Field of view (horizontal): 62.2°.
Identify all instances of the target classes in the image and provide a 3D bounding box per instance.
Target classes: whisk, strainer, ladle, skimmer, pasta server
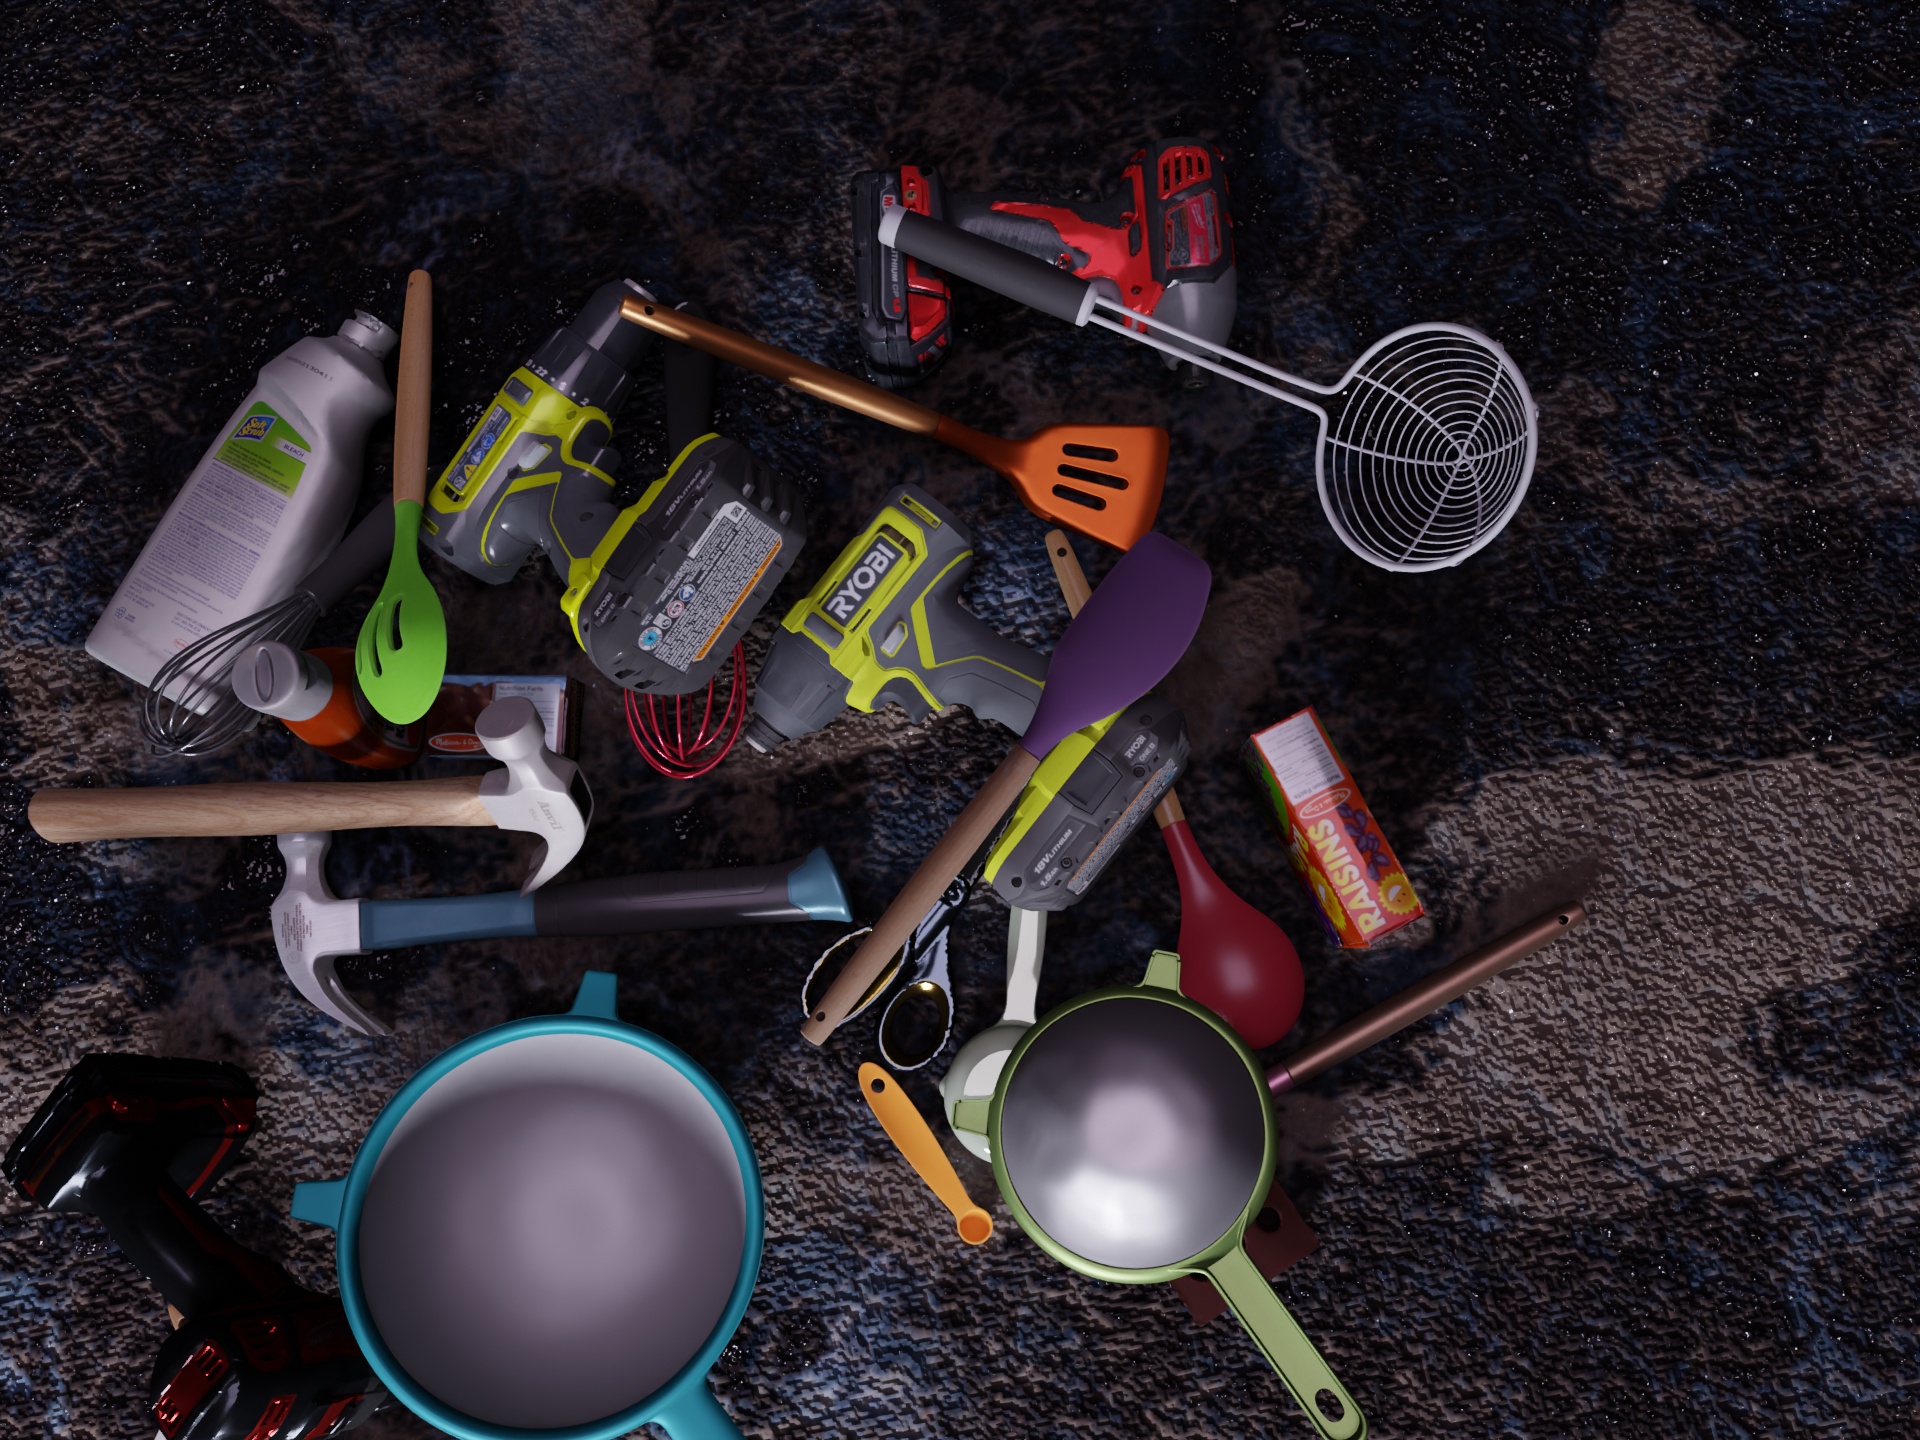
[{"bbox_3d":[-0.159,-0.111,0.923,0.073,0.073,0.296,-3,75,4],"label":"whisk"},{"bbox_3d":[-0.172,0.315,0.835,0.211,0.095,0.340,-37,84,-17],"label":"strainer"},{"bbox_3d":[0.115,0.247,0.786,0.151,0.069,0.256,-36,71,-3],"label":"strainer"},{"bbox_3d":[0.111,0.034,0.896,0.069,0.031,0.315,-22,79,1],"label":"ladle"},{"bbox_3d":[0.119,-0.192,0.831,0.363,0.090,0.127,23,113,4],"label":"skimmer"},{"bbox_3d":[-0.367,-0.067,0.899,0.055,0.055,0.239,31,59,8],"label":"whisk"},{"bbox_3d":[0.202,0.178,0.861,0.316,0.040,0.060,-29,77,-2],"label":"pasta server"}]

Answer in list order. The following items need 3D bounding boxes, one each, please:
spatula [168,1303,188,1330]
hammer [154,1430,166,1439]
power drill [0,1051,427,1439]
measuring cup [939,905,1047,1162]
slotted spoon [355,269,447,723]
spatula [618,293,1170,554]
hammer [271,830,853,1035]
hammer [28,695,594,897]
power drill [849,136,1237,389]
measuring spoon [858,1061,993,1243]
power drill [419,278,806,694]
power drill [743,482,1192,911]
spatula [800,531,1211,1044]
[{"bbox_3d":[-0.336,0.442,0.829,0.082,0.044,0.318,-33,75,-4],"label":"spatula"},{"bbox_3d":[-0.241,0.450,0.852,0.410,0.038,0.146,22,82,7],"label":"hammer"},{"bbox_3d":[-0.370,0.280,0.836,0.227,0.187,0.080,39,92,27],"label":"power drill"},{"bbox_3d":[0.032,0.161,0.874,0.083,0.038,0.167,5,84,5],"label":"measuring cup"},{"bbox_3d":[-0.313,-0.140,0.901,0.070,0.031,0.314,-27,55,28],"label":"slotted spoon"},{"bbox_3d":[-0.033,-0.176,0.892,0.322,0.041,0.081,17,82,-21],"label":"spatula"},{"bbox_3d":[-0.226,0.106,0.904,0.331,0.033,0.128,-5,80,3],"label":"hammer"},{"bbox_3d":[-0.355,0.048,0.863,0.331,0.129,0.031,-3,47,14],"label":"hammer"},{"bbox_3d":[0.050,-0.256,0.920,0.219,0.078,0.143,-4,82,1],"label":"power drill"},{"bbox_3d":[-0.020,0.239,0.883,0.021,0.011,0.117,-37,77,-1],"label":"measuring spoon"},{"bbox_3d":[-0.188,-0.133,0.871,0.229,0.080,0.190,37,92,38],"label":"power drill"},{"bbox_3d":[-0.001,-0.003,0.876,0.223,0.080,0.171,39,90,18],"label":"power drill"},{"bbox_3d":[0.021,0.038,0.810,0.060,0.018,0.316,38,89,24],"label":"spatula"}]
